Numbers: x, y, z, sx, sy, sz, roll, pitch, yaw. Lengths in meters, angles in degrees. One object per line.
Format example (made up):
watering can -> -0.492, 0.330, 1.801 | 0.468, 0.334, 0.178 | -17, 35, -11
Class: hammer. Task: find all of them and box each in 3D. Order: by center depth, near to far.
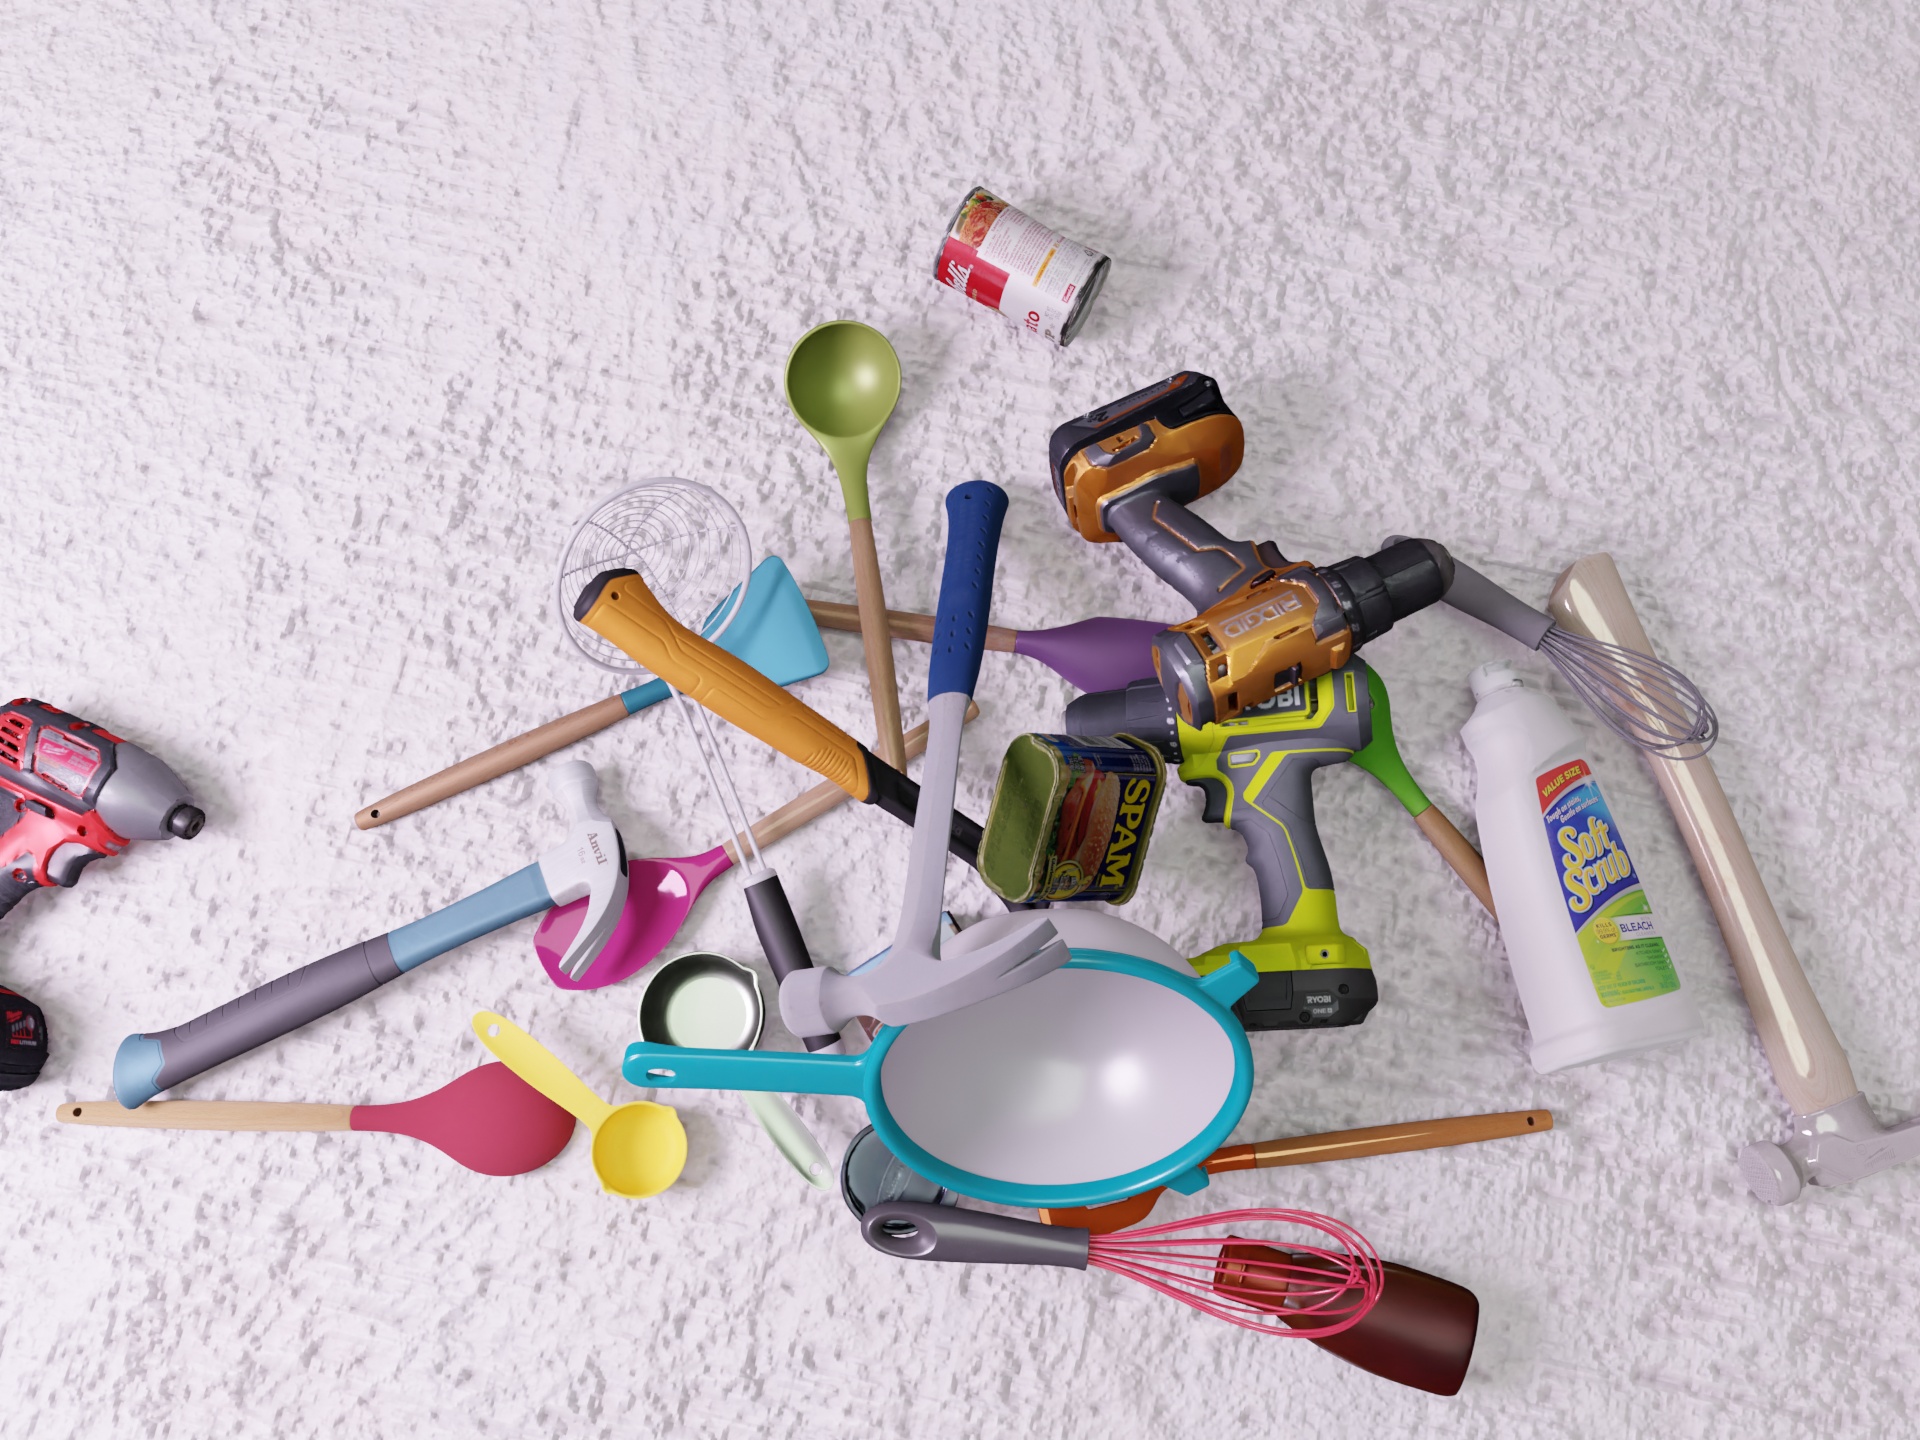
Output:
hammer -> -0.001, -0.003, 0.908 | 0.144, 0.035, 0.406 | -12, 42, 19
hammer -> -0.081, 0.025, 0.933 | 0.336, 0.034, 0.127 | 35, 60, -18
hammer -> -0.359, 0.147, 0.975 | 0.331, 0.033, 0.128 | -25, 66, -5
hammer -> 0.487, 0.081, 1.003 | 0.146, 0.038, 0.411 | -19, 78, -6

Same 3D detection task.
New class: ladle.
ladle -> -0.395, 0.241, 0.970 | 0.315, 0.031, 0.069 | 0, 72, 2
ladle -> -0.060, -0.107, 1.016 | 0.078, 0.062, 0.320 | -6, 73, -8

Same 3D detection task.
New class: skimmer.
skimmer -> -0.136, 0.036, 0.954 | 0.127, 0.090, 0.363 | -21, 89, -26

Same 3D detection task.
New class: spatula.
spatula -> 0.202, 0.260, 0.960 | 0.322, 0.041, 0.081 | -6, 71, -3
spatula -> -0.240, -0.003, 1.013 | 0.317, 0.044, 0.082 | -25, 86, -4
spatula -> 0.010, -0.053, 1.038 | 0.316, 0.018, 0.060 | 9, 83, 1

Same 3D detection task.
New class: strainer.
strainer -> -0.012, 0.171, 0.889 | 0.340, 0.210, 0.095 | 2, 38, -1

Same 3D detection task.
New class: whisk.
whisk -> 0.090, 0.301, 0.895 | 0.296, 0.073, 0.073 | 6, 78, 2
whisk -> 0.366, -0.052, 1.006 | 0.239, 0.055, 0.055 | 37, 80, 25

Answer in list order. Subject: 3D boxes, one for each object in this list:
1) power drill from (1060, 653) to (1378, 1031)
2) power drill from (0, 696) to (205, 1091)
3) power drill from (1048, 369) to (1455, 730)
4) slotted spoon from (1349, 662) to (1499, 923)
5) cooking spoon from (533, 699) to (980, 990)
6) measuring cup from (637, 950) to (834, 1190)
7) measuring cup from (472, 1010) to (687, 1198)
power drill -> 0.161, 0.074, 0.976 | 0.190, 0.080, 0.229 | -6, 76, 15
power drill -> -0.571, 0.107, 0.974 | 0.143, 0.078, 0.220 | 24, 76, 4
power drill -> 0.174, -0.116, 0.982 | 0.185, 0.084, 0.226 | -24, 55, -5
slotted spoon -> 0.312, 0.076, 1.009 | 0.070, 0.031, 0.314 | -37, 82, -10
cooking spoon -> -0.125, 0.072, 1.011 | 0.319, 0.017, 0.069 | -31, 78, -6
measuring cup -> -0.129, 0.216, 0.971 | 0.083, 0.038, 0.167 | -37, 83, -8
measuring cup -> -0.233, 0.228, 0.963 | 0.156, 0.029, 0.062 | 39, 72, 2
